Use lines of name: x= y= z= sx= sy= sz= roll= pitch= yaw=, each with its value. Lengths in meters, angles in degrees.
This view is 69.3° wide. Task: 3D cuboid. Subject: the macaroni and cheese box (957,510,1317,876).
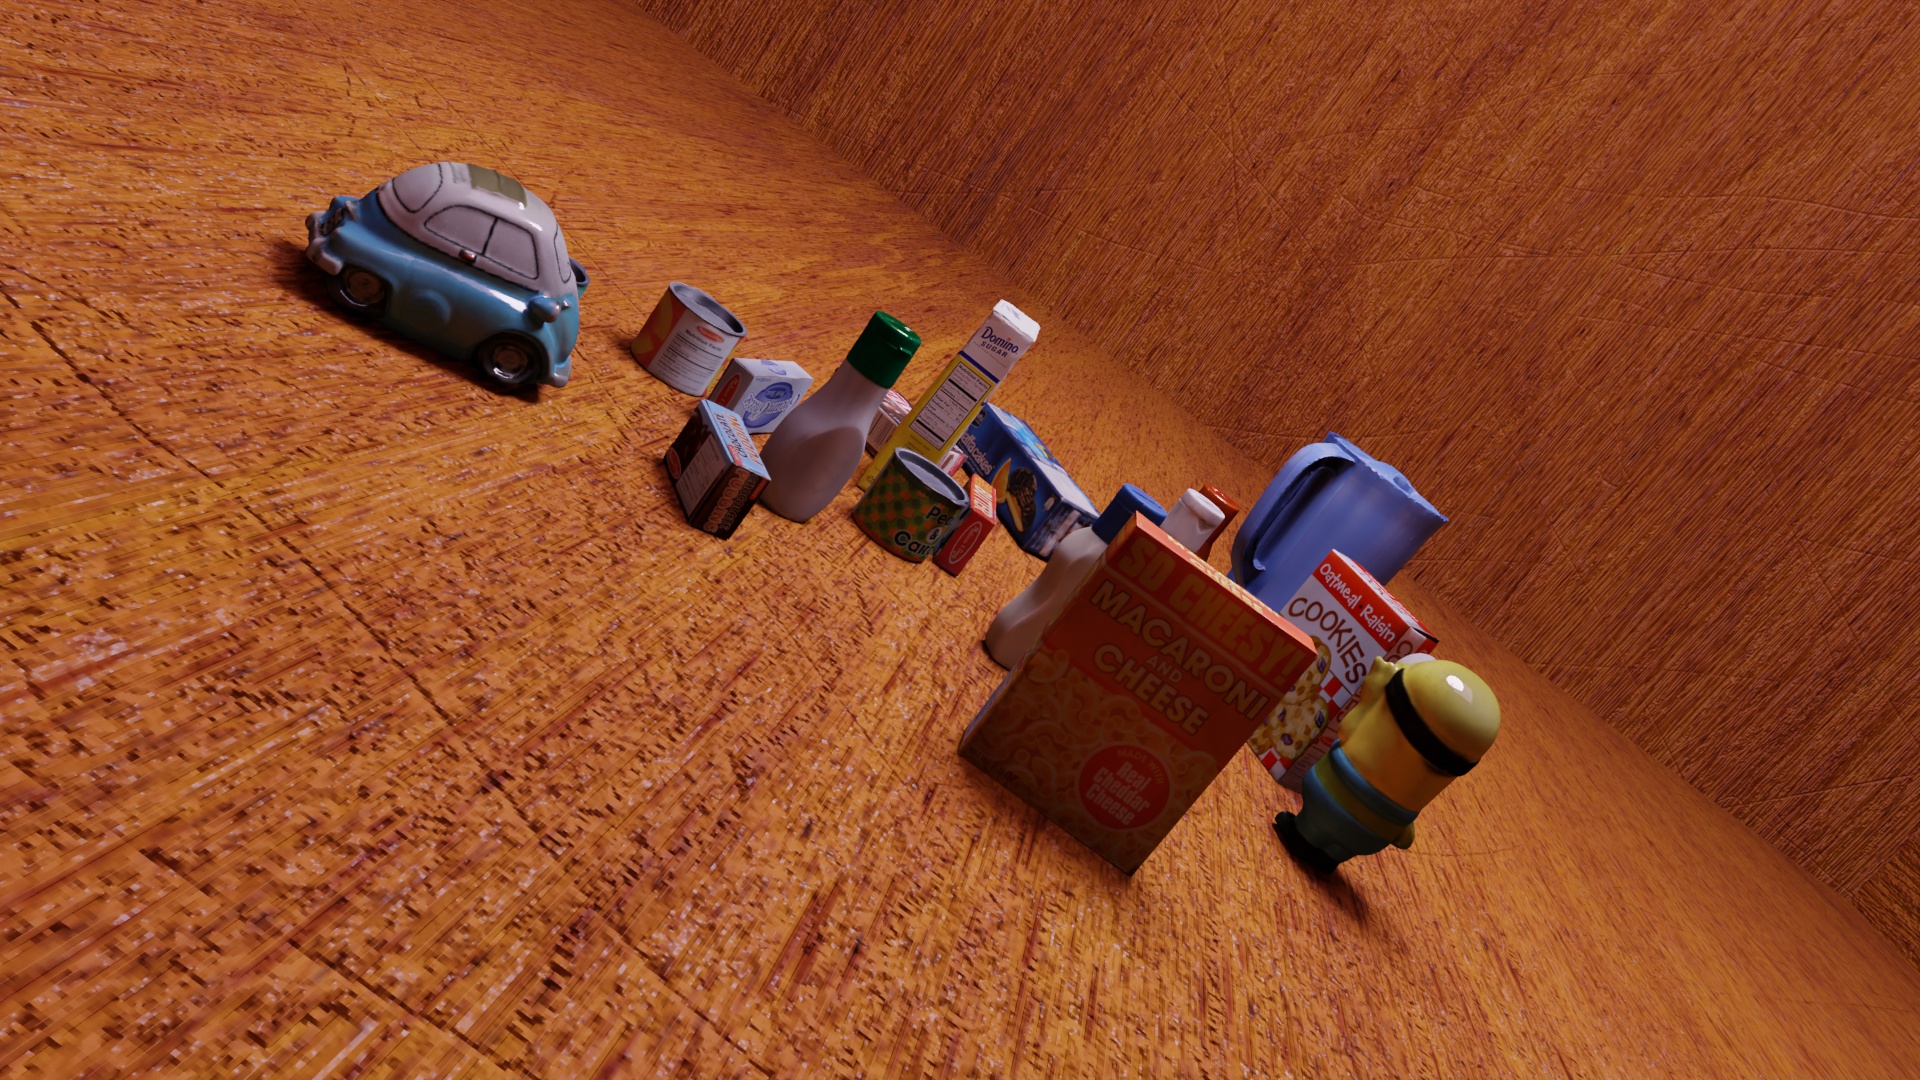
macaroni and cheese box: x=0.097 y=0.086 z=0.776 sx=0.124 sy=0.166 sz=0.040 roll=36 pitch=15 yaw=-3

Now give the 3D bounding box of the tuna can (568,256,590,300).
tuna can: x=-0.295 y=-0.185 z=0.974 sx=0.071 sy=0.032 sz=0.071 roll=34 pitch=15 yaw=-10

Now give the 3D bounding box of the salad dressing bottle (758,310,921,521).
salad dressing bottle: x=-0.081 y=-0.082 z=0.919 sx=0.064 sy=0.147 sz=0.044 roll=21 pitch=22 yaw=-46

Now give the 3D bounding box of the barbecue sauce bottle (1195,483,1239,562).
barbecue sauce bottle: x=0.176 y=0.020 z=1.175 sx=0.065 sy=0.148 sz=0.044 roll=43 pitch=16 yaw=24

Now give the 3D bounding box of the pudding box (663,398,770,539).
pudding box: x=-0.149 y=-0.045 z=0.845 sx=0.030 sy=0.049 sz=0.084 roll=26 pitch=19 yaw=-36

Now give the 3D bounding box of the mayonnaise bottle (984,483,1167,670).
mayonnaise bottle: x=0.082 y=0.029 z=0.944 sx=0.064 sy=0.147 sz=0.041 roll=29 pitch=17 yaw=-27

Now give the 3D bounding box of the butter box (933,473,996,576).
butter box: x=0.004 y=-0.014 z=1.080 sx=0.024 sy=0.053 sz=0.104 roll=34 pitch=15 yaw=-9

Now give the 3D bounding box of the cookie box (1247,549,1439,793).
cookie box: x=0.298 y=0.107 z=1.149 sx=0.040 sy=0.167 sz=0.123 roll=28 pitch=17 yaw=-30

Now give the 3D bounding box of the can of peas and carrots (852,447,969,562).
can of peas and carrots: x=-0.035 y=-0.024 z=1.016 sx=0.071 sy=0.058 sz=0.071 roll=34 pitch=15 yaw=-10

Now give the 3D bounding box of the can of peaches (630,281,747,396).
can of peaches: x=-0.201 y=-0.149 z=1.024 sx=0.071 sy=0.058 sz=0.071 roll=34 pitch=15 yaw=-10

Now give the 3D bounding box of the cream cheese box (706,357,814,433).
cream cheese box: x=-0.149 y=-0.105 z=1.015 sx=0.024 sy=0.053 sz=0.104 roll=39 pitch=15 yaw=10

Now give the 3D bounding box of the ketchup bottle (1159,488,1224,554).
ketchup bottle: x=0.147 y=0.027 z=1.091 sx=0.064 sy=0.148 sz=0.044 roll=29 pitch=17 yaw=-27
